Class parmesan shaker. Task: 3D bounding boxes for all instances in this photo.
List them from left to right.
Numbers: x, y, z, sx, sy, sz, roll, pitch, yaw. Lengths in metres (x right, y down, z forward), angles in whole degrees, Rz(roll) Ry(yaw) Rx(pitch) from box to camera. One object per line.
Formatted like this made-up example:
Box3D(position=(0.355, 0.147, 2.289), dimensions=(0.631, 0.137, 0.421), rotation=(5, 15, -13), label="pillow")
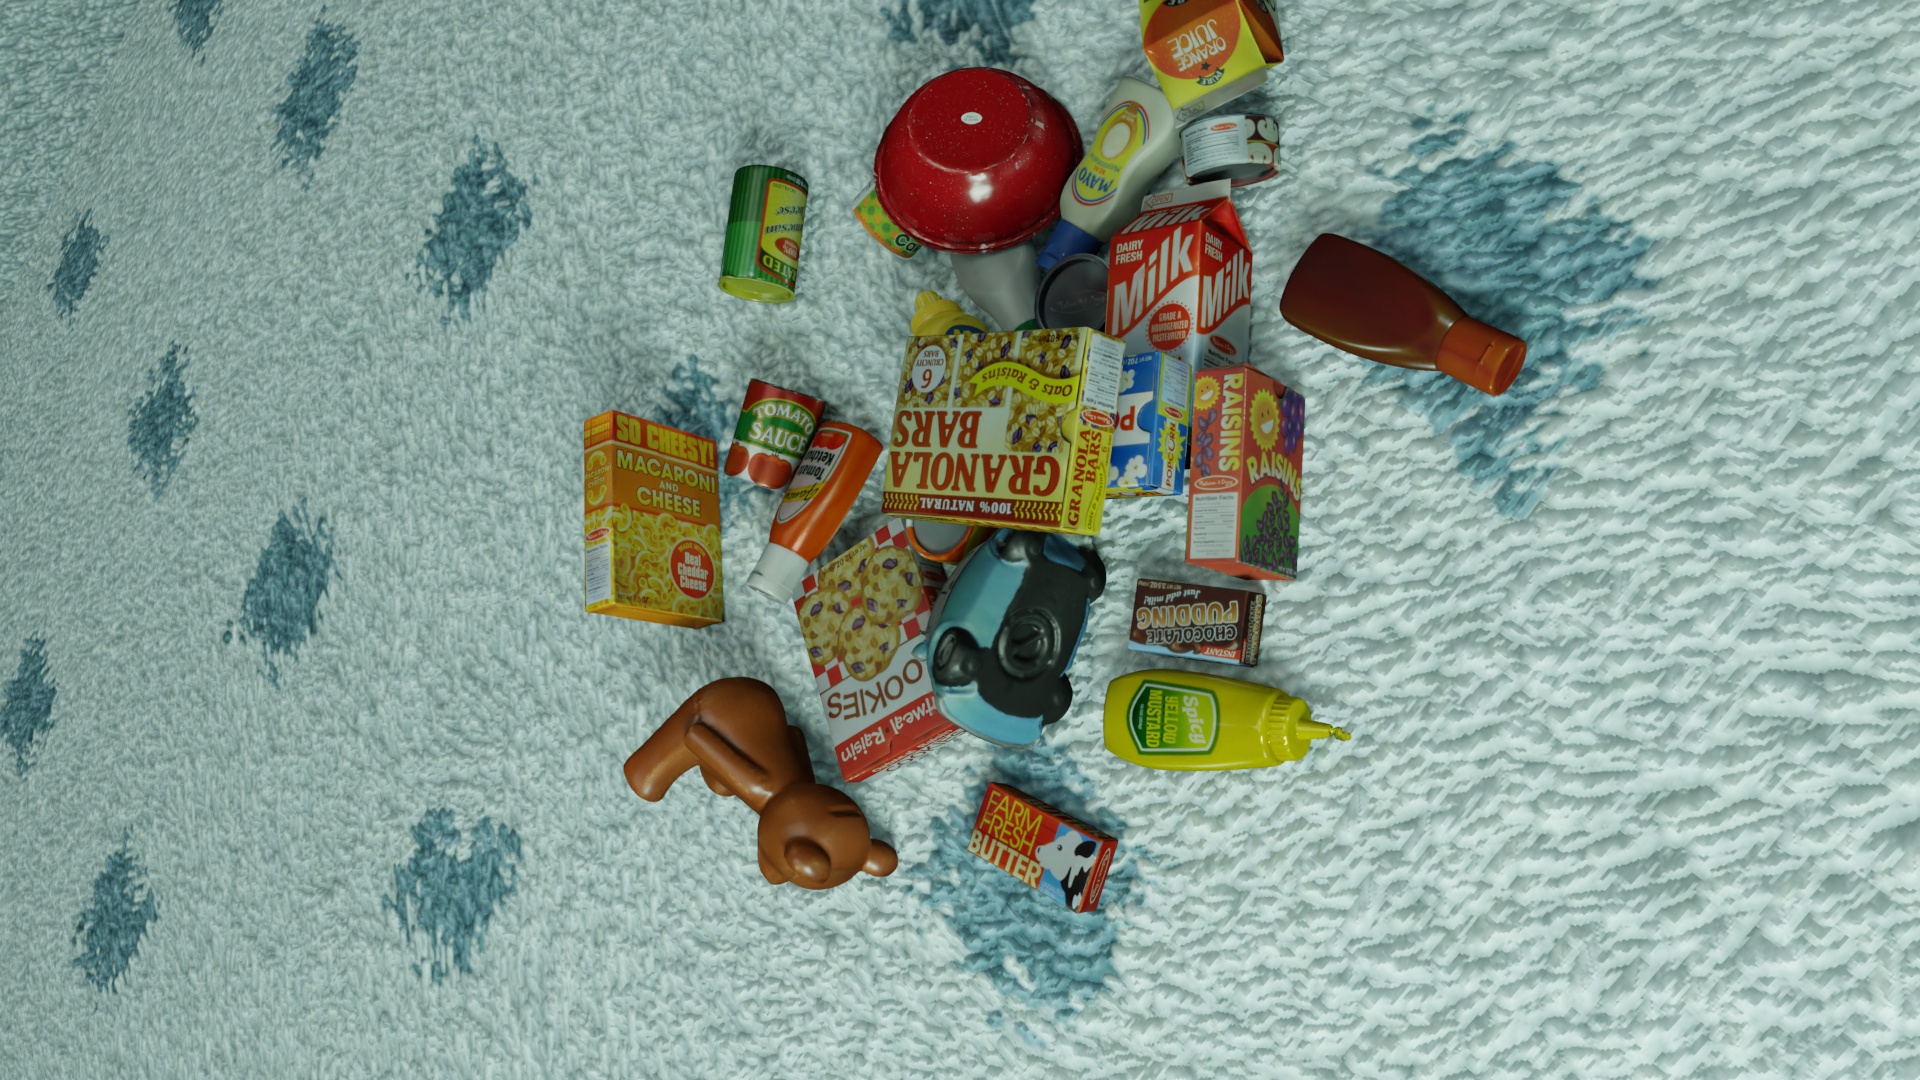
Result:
Box3D(position=(-0.171, -0.265, 1.200), dimensions=(0.071, 0.071, 0.103), rotation=(1, 81, 38), label="parmesan shaker")

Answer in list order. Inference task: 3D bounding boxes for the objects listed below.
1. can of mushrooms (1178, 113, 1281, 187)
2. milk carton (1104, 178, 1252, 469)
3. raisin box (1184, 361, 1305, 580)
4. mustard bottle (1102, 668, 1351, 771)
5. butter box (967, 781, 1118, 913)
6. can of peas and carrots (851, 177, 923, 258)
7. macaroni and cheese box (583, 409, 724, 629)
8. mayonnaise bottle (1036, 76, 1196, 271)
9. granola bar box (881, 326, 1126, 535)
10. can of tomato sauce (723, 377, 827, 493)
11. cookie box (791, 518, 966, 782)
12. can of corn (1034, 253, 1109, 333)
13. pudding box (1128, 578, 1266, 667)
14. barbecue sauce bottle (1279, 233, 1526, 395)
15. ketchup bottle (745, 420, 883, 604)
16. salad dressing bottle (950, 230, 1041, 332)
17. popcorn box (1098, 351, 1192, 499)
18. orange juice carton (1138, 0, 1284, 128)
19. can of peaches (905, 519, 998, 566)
Box3D(position=(0.183, -0.261, 0.934), dimensions=(0.071, 0.071, 0.033), rotation=(-5, 88, 37), label="can of mushrooms")
Box3D(position=(0.146, -0.147, 0.931), dimensions=(0.072, 0.073, 0.190), rotation=(-2, 80, 40), label="milk carton")
Box3D(position=(0.180, -0.041, 0.874), dimensions=(0.040, 0.086, 0.123), rotation=(-3, 79, 39), label="raisin box")
Box3D(position=(0.167, 0.115, 0.874), dimensions=(0.160, 0.049, 0.065), rotation=(-2, 81, 37), label="mustard bottle")
Box3D(position=(0.055, 0.209, 0.955), dimensions=(0.103, 0.024, 0.053), rotation=(21, 94, 38), label="butter box")
Box3D(position=(-0.042, -0.266, 1.107), dimensions=(0.058, 0.071, 0.071), rotation=(-42, 58, 23), label="can of peas and carrots")
Box3D(position=(-0.261, -0.015, 1.181), dimensions=(0.040, 0.124, 0.167), rotation=(-16, 71, 33), label="macaroni and cheese box")
Box3D(position=(0.107, -0.257, 1.005), dimensions=(0.065, 0.041, 0.147), rotation=(38, 103, 34), label="mayonnaise bottle")
Box3D(position=(0.023, -0.071, 0.894), dimensions=(0.165, 0.039, 0.124), rotation=(5, 86, 46), label="granola bar box")
Box3D(position=(-0.154, -0.085, 1.149), dimensions=(0.071, 0.071, 0.083), rotation=(19, 93, 38), label="can of tomato sauce")
Box3D(position=(-0.057, 0.084, 1.057), dimensions=(0.122, 0.040, 0.168), rotation=(-32, 62, 28), label="cookie box")
Box3D(position=(0.095, -0.160, 0.983), dimensions=(0.071, 0.058, 0.071), rotation=(-9, 75, 36), label="can of corn")
Box3D(position=(0.154, 0.054, 0.909), dimensions=(0.083, 0.030, 0.049), rotation=(6, 85, 38), label="pudding box")
Box3D(position=(0.271, -0.135, 0.853), dimensions=(0.149, 0.044, 0.064), rotation=(36, 103, 36), label="barbecue sauce bottle")
Box3D(position=(-0.118, -0.022, 1.098), dimensions=(0.065, 0.043, 0.149), rotation=(11, 69, 50), label="ketchup bottle")
Box3D(position=(0.039, -0.183, 1.041), dimensions=(0.064, 0.044, 0.148), rotation=(-32, 63, 18), label="salad dressing bottle")
Box3D(position=(0.085, -0.070, 0.890), dimensions=(0.126, 0.038, 0.085), rotation=(-2, 78, 45), label="popcorn box")
Box3D(position=(0.169, -0.372, 0.947), dimensions=(0.071, 0.073, 0.193), rotation=(-18, 61, 33), label="orange juice carton")
Box3D(position=(0.004, -0.013, 1.021), dimensions=(0.071, 0.058, 0.071), rotation=(-9, 74, 36), label="can of peaches")
